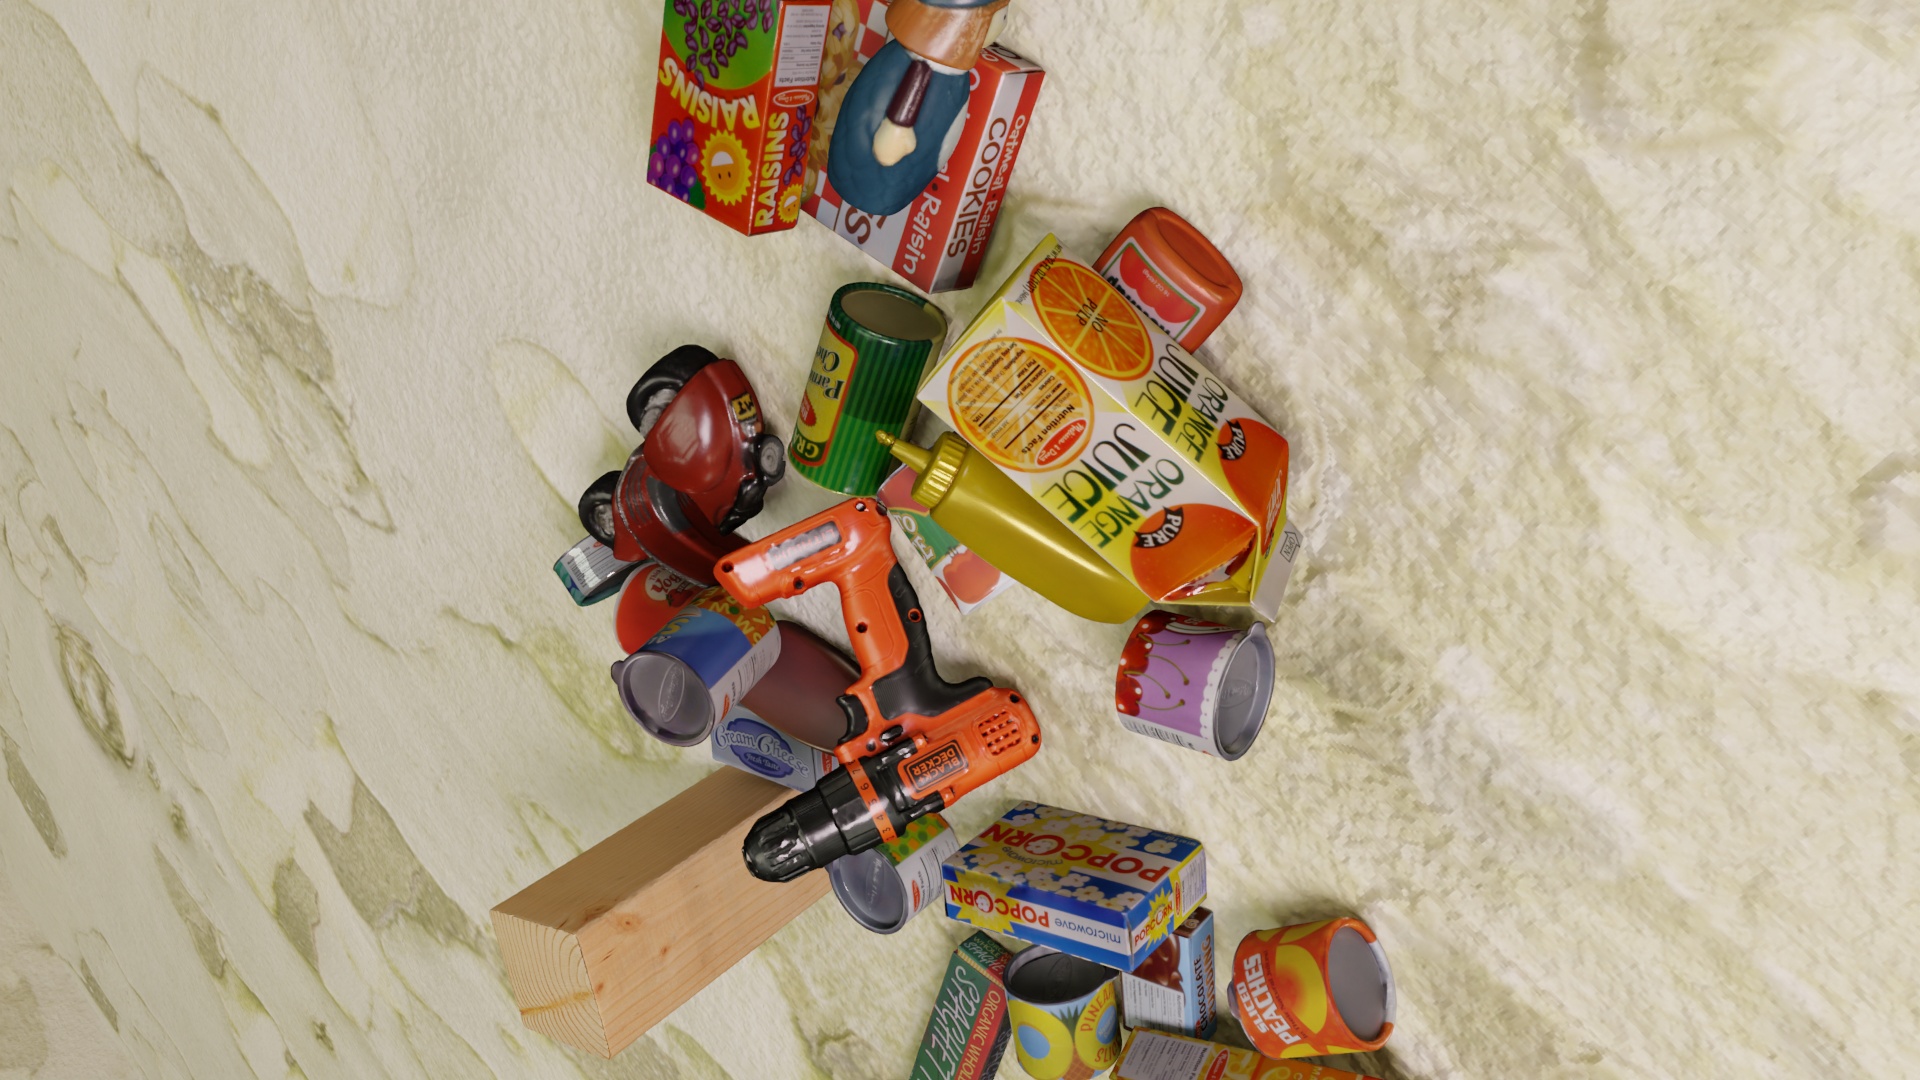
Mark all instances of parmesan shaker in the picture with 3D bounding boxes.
[{"bbox_3d":[-0.053,-0.086,0.778,0.071,0.071,0.102,36,126,22],"label":"parmesan shaker"}]

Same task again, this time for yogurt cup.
[{"bbox_3d":[-0.195,0.052,0.950,0.054,0.073,0.072,13,116,26],"label":"yogurt cup"}]

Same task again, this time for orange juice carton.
[{"bbox_3d":[0.082,-0.043,0.642,0.192,0.072,0.072,40,131,-7],"label":"orange juice carton"}]

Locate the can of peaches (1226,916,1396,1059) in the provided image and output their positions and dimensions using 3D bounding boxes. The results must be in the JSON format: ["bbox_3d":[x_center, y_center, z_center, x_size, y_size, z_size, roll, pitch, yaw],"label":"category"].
[{"bbox_3d":[0.182,0.232,0.718,0.058,0.071,0.071,-25,92,41],"label":"can of peaches"}]

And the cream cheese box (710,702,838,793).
[{"bbox_3d":[-0.131,0.137,0.959,0.104,0.024,0.053,12,115,35],"label":"cream cheese box"}]

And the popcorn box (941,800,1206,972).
[{"bbox_3d":[0.064,0.192,0.785,0.126,0.085,0.038,5,110,38],"label":"popcorn box"}]

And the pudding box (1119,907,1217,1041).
[{"bbox_3d":[0.120,0.249,0.802,0.049,0.030,0.083,9,113,37],"label":"pudding box"}]

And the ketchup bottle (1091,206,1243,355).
[{"bbox_3d":[0.071,-0.093,0.690,0.065,0.044,0.148,46,131,5],"label":"ketchup bottle"}]

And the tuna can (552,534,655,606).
[{"bbox_3d":[-0.248,0.016,0.976,0.070,0.071,0.033,-39,83,41],"label":"tuna can"}]

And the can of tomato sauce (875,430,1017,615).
[{"bbox_3d":[0.003,-0.010,0.762,0.083,0.071,0.071,55,132,6],"label":"can of tomato sauce"}]

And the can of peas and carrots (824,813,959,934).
[{"bbox_3d":[-0.044,0.209,0.896,0.071,0.059,0.070,16,117,34],"label":"can of peas and carrots"}]

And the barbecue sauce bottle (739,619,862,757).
[{"bbox_3d":[-0.073,0.110,0.885,0.149,0.044,0.064,29,99,25],"label":"barbecue sauce bottle"}]

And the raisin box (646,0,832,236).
[{"bbox_3d":[-0.119,-0.234,0.732,0.086,0.040,0.122,31,124,26],"label":"raisin box"}]

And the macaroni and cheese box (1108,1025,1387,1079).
[{"bbox_3d":[0.179,0.335,0.760,0.166,0.040,0.123,-3,125,40],"label":"macaroni and cheese box"}]

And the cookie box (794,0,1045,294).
[{"bbox_3d":[-0.046,-0.224,0.732,0.168,0.040,0.122,37,127,22],"label":"cookie box"}]

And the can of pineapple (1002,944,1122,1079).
[{"bbox_3d":[0.063,0.283,0.837,0.071,0.071,0.057,3,111,38],"label":"can of pineapple"}]

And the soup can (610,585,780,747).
[{"bbox_3d":[-0.160,0.073,0.846,0.071,0.084,0.071,11,120,19],"label":"soup can"}]

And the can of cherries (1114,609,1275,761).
[{"bbox_3d":[0.120,0.070,0.705,0.058,0.072,0.071,12,116,36],"label":"can of cherries"}]

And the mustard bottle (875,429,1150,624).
[{"bbox_3d":[0.027,-0.016,0.704,0.160,0.066,0.048,28,135,-10],"label":"mustard bottle"}]

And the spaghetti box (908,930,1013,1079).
[{"bbox_3d":[-0.006,0.368,0.951,0.050,0.029,0.248,32,125,24],"label":"spaghetti box"}]
